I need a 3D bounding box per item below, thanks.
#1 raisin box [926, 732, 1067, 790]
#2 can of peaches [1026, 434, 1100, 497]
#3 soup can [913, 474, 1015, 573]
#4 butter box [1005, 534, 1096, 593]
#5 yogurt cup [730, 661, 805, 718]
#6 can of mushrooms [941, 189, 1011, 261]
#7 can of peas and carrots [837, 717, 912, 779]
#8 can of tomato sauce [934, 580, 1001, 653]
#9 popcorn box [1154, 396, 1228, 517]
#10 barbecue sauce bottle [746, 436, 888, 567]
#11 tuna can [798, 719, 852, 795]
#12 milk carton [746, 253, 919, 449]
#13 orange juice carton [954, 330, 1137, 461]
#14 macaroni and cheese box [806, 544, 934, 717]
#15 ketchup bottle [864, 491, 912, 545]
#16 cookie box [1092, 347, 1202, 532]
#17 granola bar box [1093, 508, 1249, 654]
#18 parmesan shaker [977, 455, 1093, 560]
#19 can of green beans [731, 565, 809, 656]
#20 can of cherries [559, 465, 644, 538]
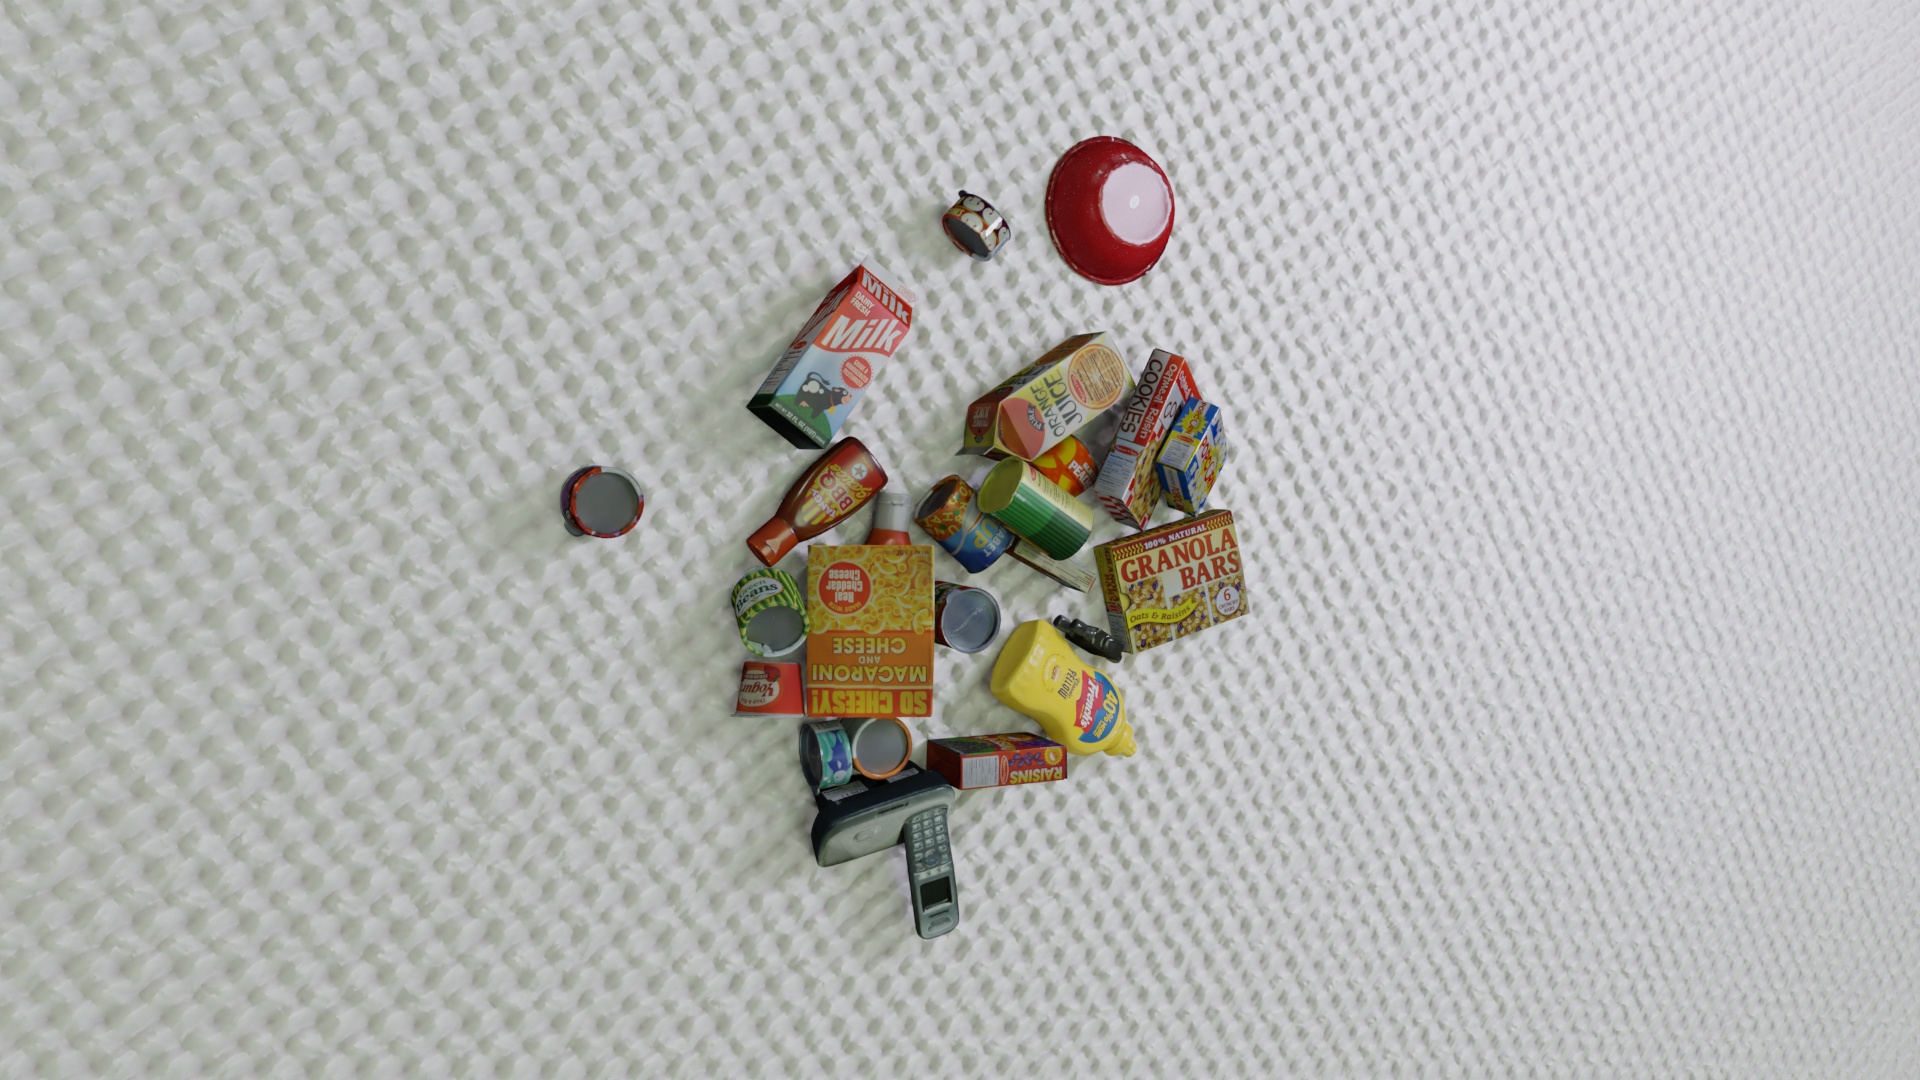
[{"bbox_3d":[0.037,0.229,1.445,0.123,0.086,0.040,-1,93,-26],"label":"raisin box"},{"bbox_3d":[0.104,-0.071,1.466,0.058,0.071,0.071,-34,107,-18],"label":"can of peaches"},{"bbox_3d":[0.005,-0.018,1.421,0.083,0.071,0.071,43,76,-21],"label":"soup can"},{"bbox_3d":[0.090,0.021,1.475,0.103,0.053,0.024,29,84,-24],"label":"butter box"},{"bbox_3d":[-0.183,0.145,1.347,0.072,0.072,0.054,4,84,-26],"label":"yogurt cup"},{"bbox_3d":[0.014,-0.319,1.409,0.071,0.071,0.033,45,76,-21],"label":"can of mushrooms"},{"bbox_3d":[-0.087,0.203,1.398,0.071,0.058,0.071,-2,95,-25],"label":"can of peas and carrots"},{"bbox_3d":[-0.008,0.076,1.414,0.071,0.083,0.071,-2,94,-25],"label":"can of tomato sauce"},{"bbox_3d":[0.253,-0.089,1.511,0.085,0.038,0.126,-61,157,-13],"label":"popcorn box"},{"bbox_3d":[-0.144,-0.034,1.364,0.149,0.043,0.064,-42,107,-17],"label":"barbecue sauce bottle"},{"bbox_3d":[-0.133,0.214,1.372,0.033,0.071,0.071,-6,96,-25],"label":"tuna can"},{"bbox_3d":[-0.117,-0.184,1.351,0.072,0.073,0.191,38,77,-23],"label":"milk carton"},{"bbox_3d":[0.082,-0.140,1.450,0.193,0.072,0.073,-35,107,-20],"label":"orange juice carton"},{"bbox_3d":[-0.087,0.087,1.356,0.124,0.040,0.166,0,89,0],"label":"macaroni and cheese box"},{"bbox_3d":[-0.075,0.026,1.401,0.065,0.043,0.148,7,90,-16],"label":"ketchup bottle"},{"bbox_3d":[0.202,-0.106,1.490,0.167,0.040,0.122,-65,157,-8],"label":"cookie box"},{"bbox_3d":[0.239,0.044,1.556,0.166,0.039,0.124,-17,100,-24],"label":"granola bar box"},{"bbox_3d":[0.076,-0.029,1.398,0.103,0.071,0.071,34,79,-28],"label":"parmesan shaker"},{"bbox_3d":[-0.182,0.069,1.331,0.071,0.058,0.071,-10,125,-14],"label":"can of green beans"},{"bbox_3d":[-0.328,-0.033,1.267,0.071,0.058,0.071,-2,94,-26],"label":"can of cherries"}]
